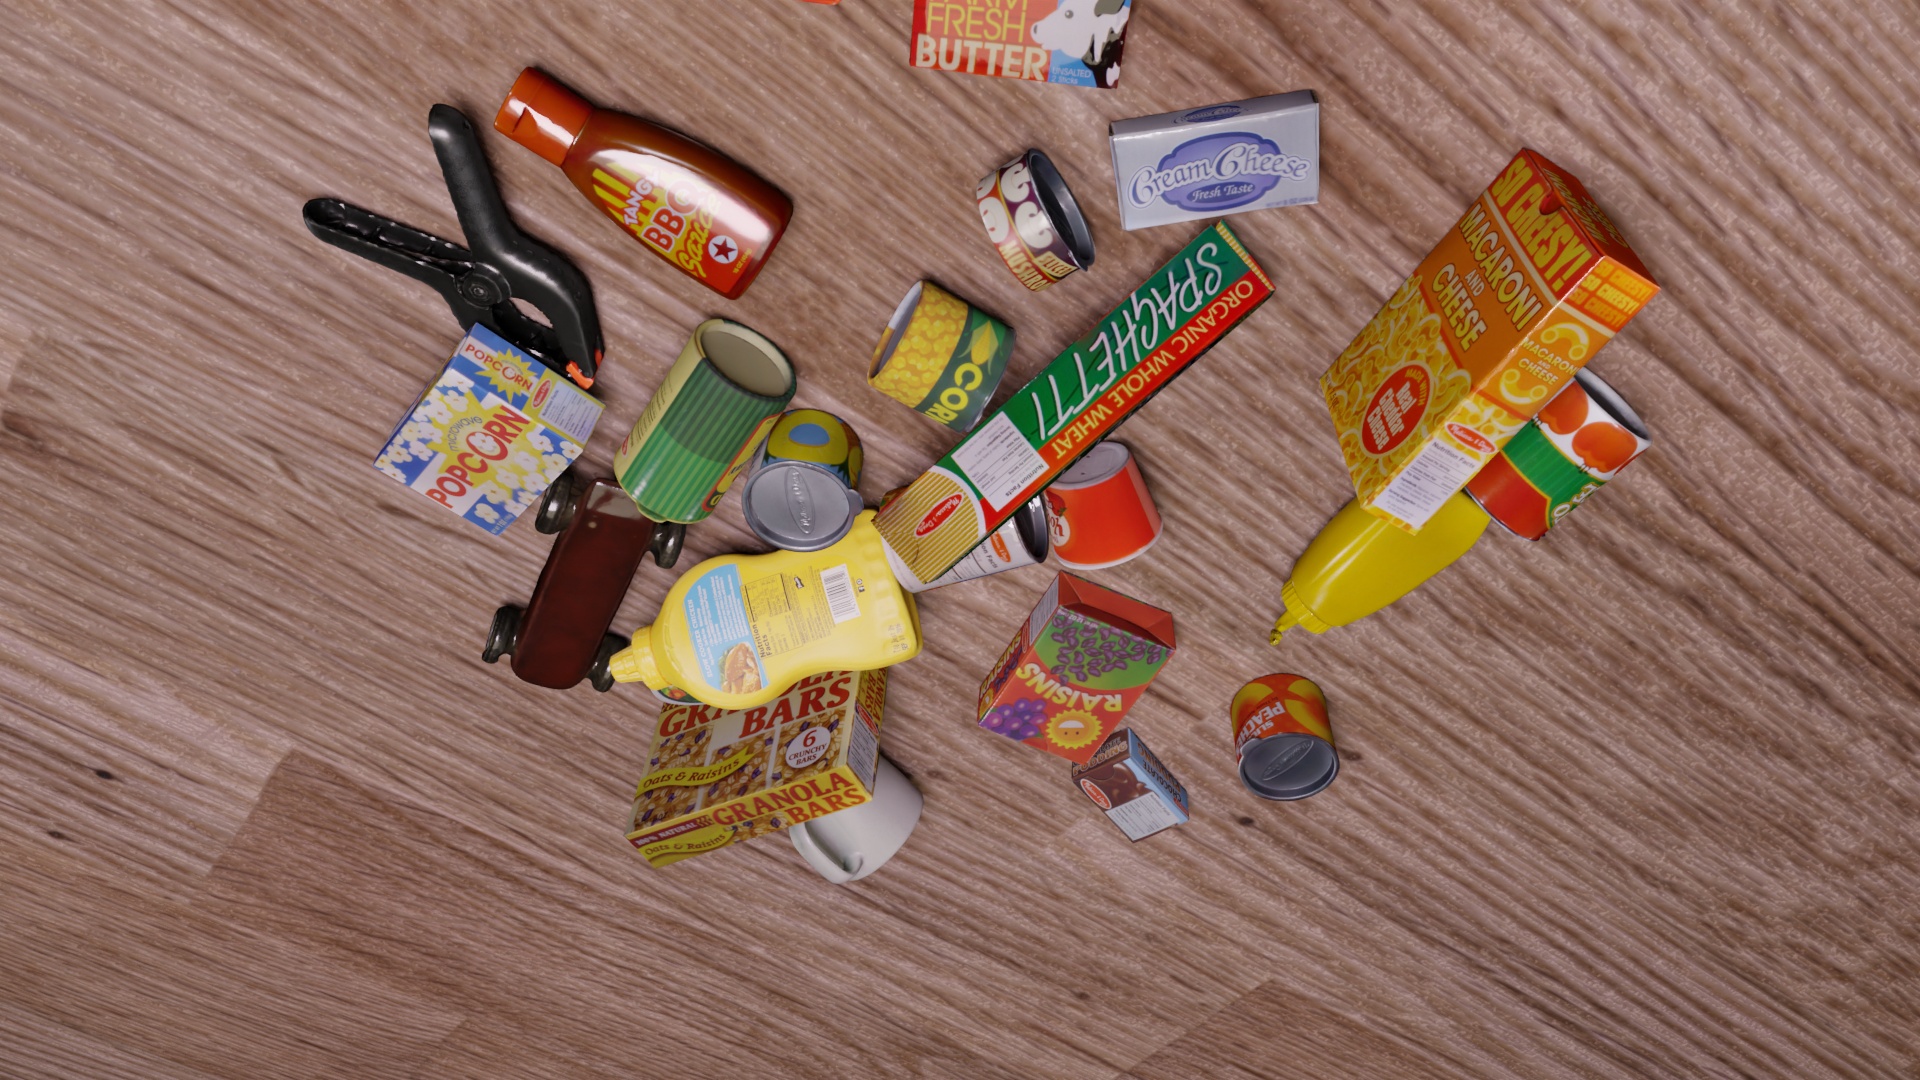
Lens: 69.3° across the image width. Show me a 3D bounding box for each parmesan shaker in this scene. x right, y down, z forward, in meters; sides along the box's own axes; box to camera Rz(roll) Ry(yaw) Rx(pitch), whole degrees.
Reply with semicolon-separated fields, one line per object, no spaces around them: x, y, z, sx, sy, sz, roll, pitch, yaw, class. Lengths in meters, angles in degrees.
-0.146;-0.066;0.793;0.071;0.072;0.102;29;124;-19;parmesan shaker

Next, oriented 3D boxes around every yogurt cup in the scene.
0.081;-0.023;0.822;0.072;0.073;0.053;-13;118;13;yogurt cup

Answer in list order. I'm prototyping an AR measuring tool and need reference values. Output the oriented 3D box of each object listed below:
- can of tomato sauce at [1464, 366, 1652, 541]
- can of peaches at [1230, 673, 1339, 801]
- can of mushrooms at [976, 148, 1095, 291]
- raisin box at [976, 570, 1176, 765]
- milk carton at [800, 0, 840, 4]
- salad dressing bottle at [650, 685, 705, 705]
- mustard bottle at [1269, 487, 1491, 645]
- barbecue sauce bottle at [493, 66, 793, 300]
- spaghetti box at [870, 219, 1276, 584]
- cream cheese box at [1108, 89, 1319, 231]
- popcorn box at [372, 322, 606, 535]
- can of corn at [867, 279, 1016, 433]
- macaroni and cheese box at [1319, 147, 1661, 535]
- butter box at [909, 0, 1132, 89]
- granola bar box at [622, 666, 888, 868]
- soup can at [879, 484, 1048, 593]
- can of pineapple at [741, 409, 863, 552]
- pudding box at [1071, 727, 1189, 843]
0.335;-0.049;0.784;0.071;0.071;0.082;29;123;-18;can of tomato sauce
0.216;0.131;0.937;0.071;0.058;0.070;2;128;2;can of peaches
0.039;-0.161;0.710;0.033;0.071;0.071;-25;123;23;can of mushrooms
0.075;0.087;0.922;0.086;0.040;0.122;21;127;-14;raisin box
-0.102;-0.291;0.616;0.191;0.073;0.073;8;128;-2;milk carton
-0.134;0.070;0.916;0.147;0.044;0.064;-13;122;13;salad dressing bottle
0.244;0.013;0.849;0.065;0.049;0.159;33;123;-21;mustard bottle
-0.164;-0.187;0.718;0.148;0.044;0.064;30;124;-18;barbecue sauce bottle
0.060;-0.072;0.757;0.249;0.029;0.050;-40;86;13;spaghetti box
0.130;-0.193;0.710;0.104;0.024;0.053;-7;127;8;cream cheese box
-0.275;-0.060;0.806;0.085;0.038;0.126;34;137;-23;popcorn box
-0.012;-0.099;0.761;0.058;0.071;0.071;27;125;-16;can of corn
0.260;-0.102;0.711;0.040;0.124;0.165;25;125;-17;macaroni and cheese box
0.029;-0.251;0.670;0.103;0.024;0.052;5;127;-2;butter box
-0.131;0.137;0.917;0.165;0.125;0.039;-20;124;18;granola bar box
0.003;-0.010;0.833;0.083;0.072;0.071;-15;126;20;soup can
-0.091;-0.036;0.823;0.071;0.058;0.070;1;128;2;can of pineapple
0.122;0.176;0.995;0.049;0.030;0.083;-29;121;24;pudding box
